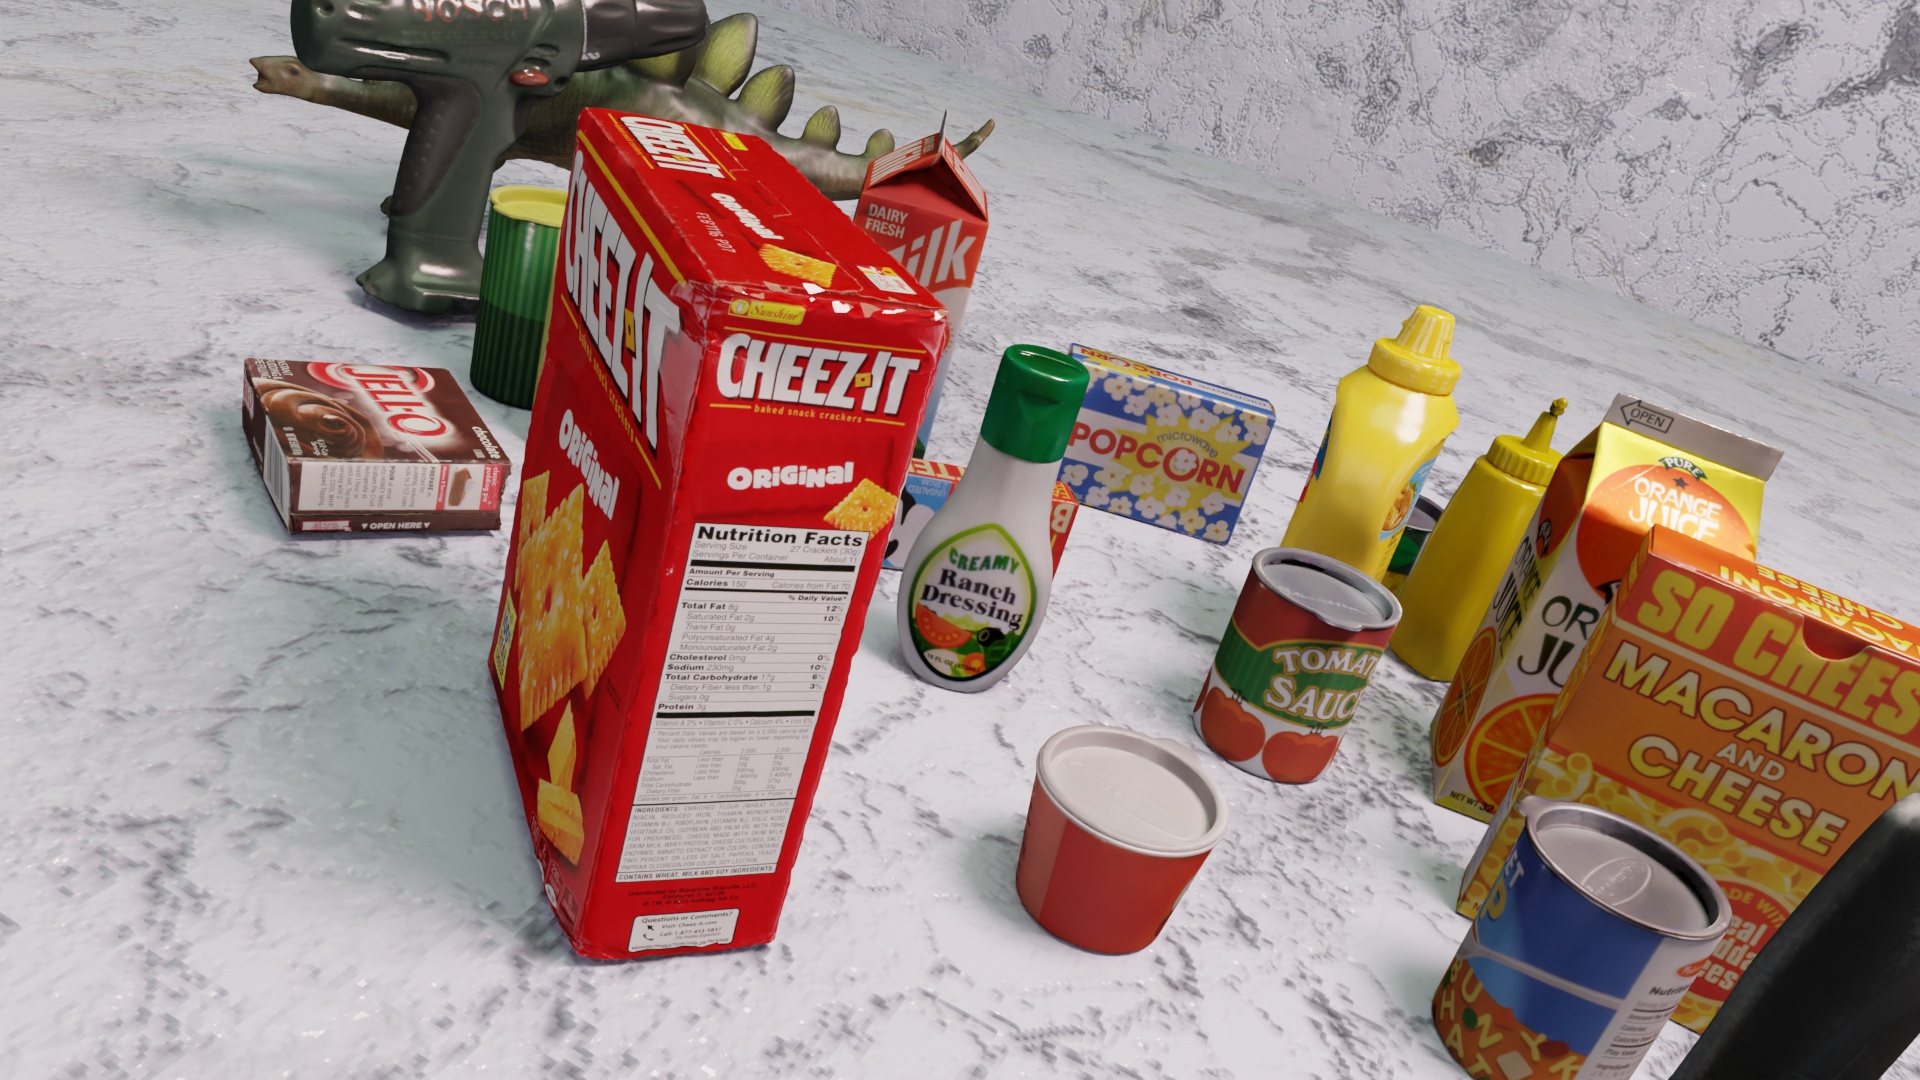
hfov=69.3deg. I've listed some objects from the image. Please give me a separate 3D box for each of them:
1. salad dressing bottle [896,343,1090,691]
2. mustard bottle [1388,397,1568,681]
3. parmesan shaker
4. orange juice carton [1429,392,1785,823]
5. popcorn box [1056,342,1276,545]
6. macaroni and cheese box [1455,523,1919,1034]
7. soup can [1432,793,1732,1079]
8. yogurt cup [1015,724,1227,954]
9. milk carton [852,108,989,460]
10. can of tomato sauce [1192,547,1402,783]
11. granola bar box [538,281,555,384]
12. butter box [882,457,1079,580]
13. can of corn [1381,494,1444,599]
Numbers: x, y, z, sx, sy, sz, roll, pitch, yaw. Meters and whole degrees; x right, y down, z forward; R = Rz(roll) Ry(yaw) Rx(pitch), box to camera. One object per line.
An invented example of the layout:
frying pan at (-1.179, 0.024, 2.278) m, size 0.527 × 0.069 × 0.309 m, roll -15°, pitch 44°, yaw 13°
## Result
salad dressing bottle at (0.015, -0.008, 0.584) m, size 0.064 × 0.147 × 0.044 m, roll 17°, pitch 24°, yaw 0°
mustard bottle at (0.278, -0.003, 0.723) m, size 0.065 × 0.159 × 0.049 m, roll -3°, pitch 31°, yaw -37°
parmesan shaker at (-0.223, -0.127, 0.735) m, size 0.071 × 0.102 × 0.071 m, roll 14°, pitch 25°, yaw -6°
orange juice carton at (0.277, 0.034, 0.606) m, size 0.072 × 0.191 × 0.073 m, roll 21°, pitch 25°, yaw 8°
popcorn box at (0.112, -0.057, 0.819) m, size 0.127 × 0.084 × 0.038 m, roll 16°, pitch 24°, yaw -1°
macaroni and cheese box at (0.277, 0.095, 0.511) m, size 0.124 × 0.165 × 0.040 m, roll 25°, pitch 26°, yaw 17°
soup can at (0.205, 0.140, 0.470) m, size 0.071 × 0.083 × 0.071 m, roll 14°, pitch 25°, yaw -6°
yogurt cup at (0.052, 0.105, 0.483) m, size 0.072 × 0.053 × 0.073 m, roll 14°, pitch 25°, yaw -6°
milk carton at (-0.032, -0.147, 0.790) m, size 0.073 × 0.189 × 0.072 m, roll 14°, pitch 25°, yaw -7°
can of tomato sauce at (0.147, 0.056, 0.610) m, size 0.071 × 0.082 × 0.071 m, roll 14°, pitch 25°, yaw -6°
granola bar box at (-0.123, -0.073, 0.660) m, size 0.166 × 0.123 × 0.039 m, roll 26°, pitch 26°, yaw 19°
butter box at (0.002, -0.009, 0.689) m, size 0.103 × 0.053 × 0.024 m, roll 8°, pitch 26°, yaw -18°
can of corn at (0.242, 0.002, 0.810) m, size 0.071 × 0.058 × 0.071 m, roll 14°, pitch 25°, yaw -6°
